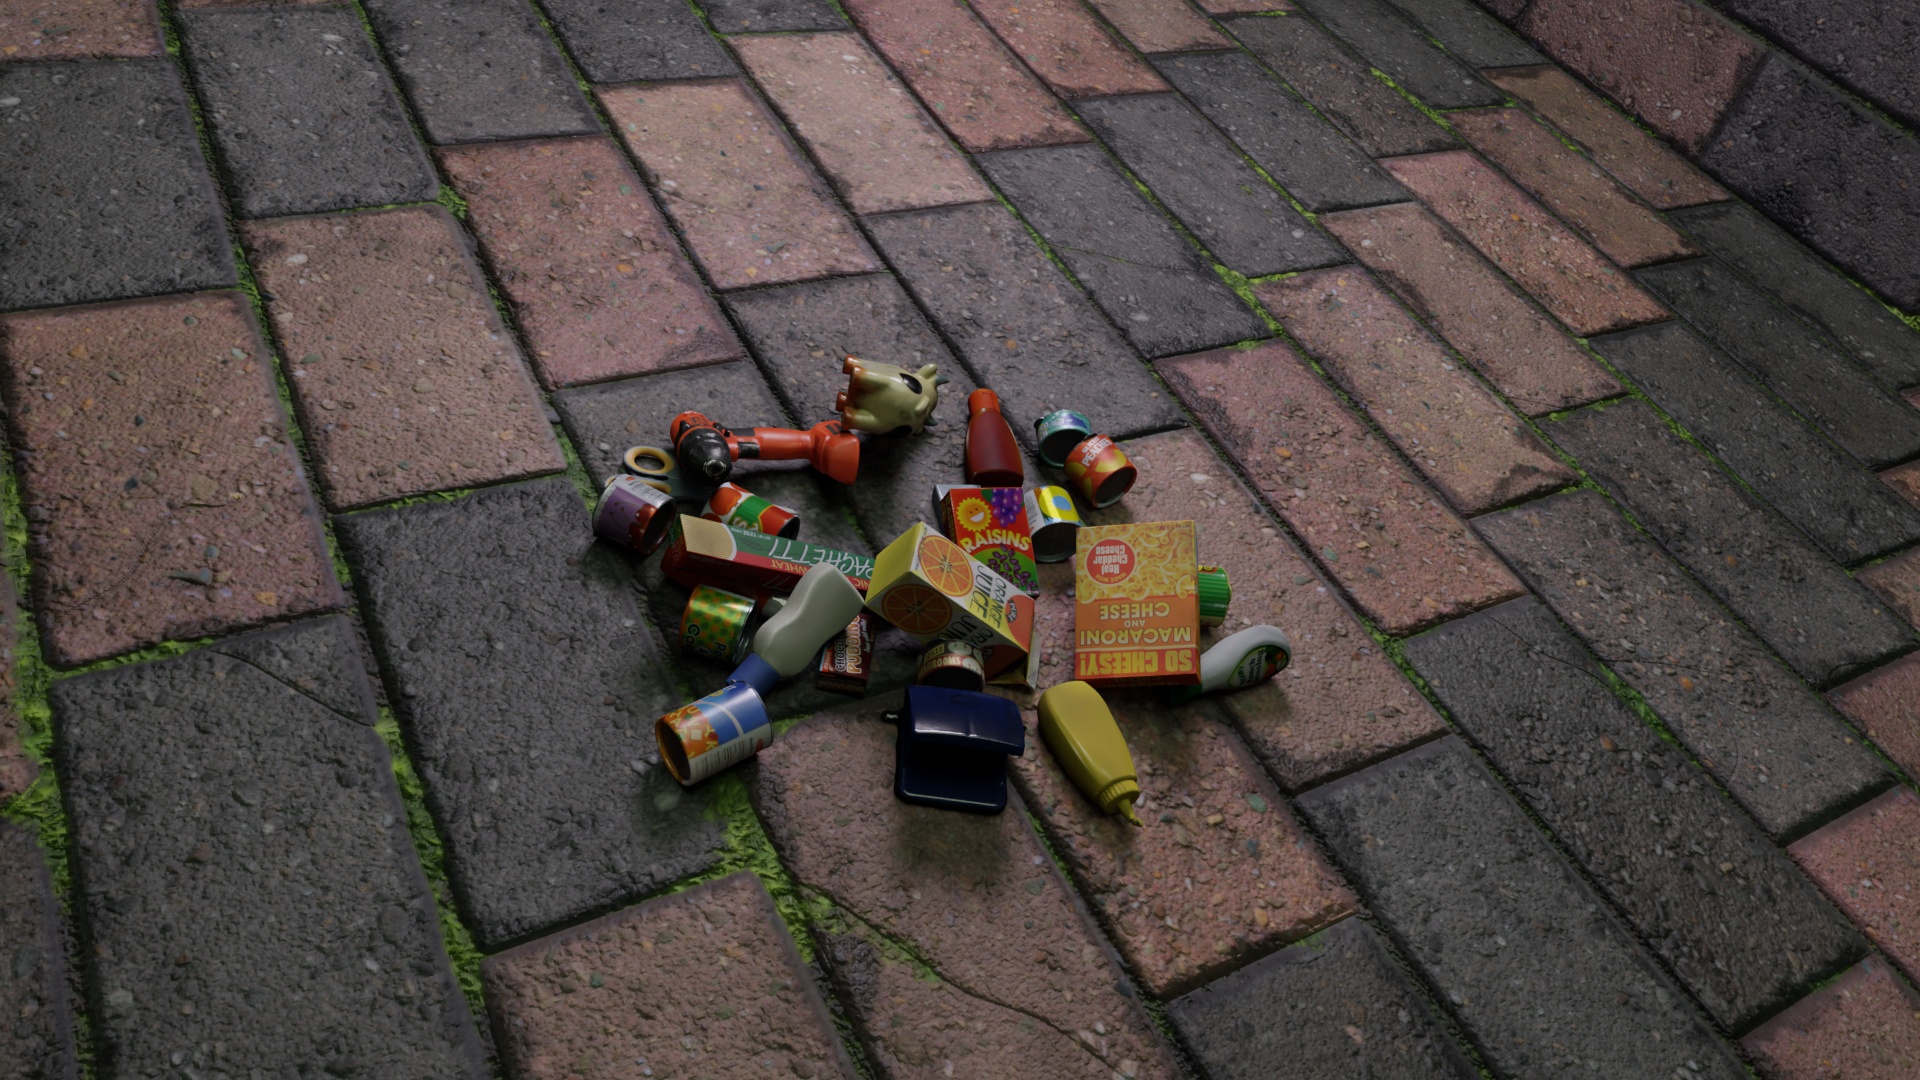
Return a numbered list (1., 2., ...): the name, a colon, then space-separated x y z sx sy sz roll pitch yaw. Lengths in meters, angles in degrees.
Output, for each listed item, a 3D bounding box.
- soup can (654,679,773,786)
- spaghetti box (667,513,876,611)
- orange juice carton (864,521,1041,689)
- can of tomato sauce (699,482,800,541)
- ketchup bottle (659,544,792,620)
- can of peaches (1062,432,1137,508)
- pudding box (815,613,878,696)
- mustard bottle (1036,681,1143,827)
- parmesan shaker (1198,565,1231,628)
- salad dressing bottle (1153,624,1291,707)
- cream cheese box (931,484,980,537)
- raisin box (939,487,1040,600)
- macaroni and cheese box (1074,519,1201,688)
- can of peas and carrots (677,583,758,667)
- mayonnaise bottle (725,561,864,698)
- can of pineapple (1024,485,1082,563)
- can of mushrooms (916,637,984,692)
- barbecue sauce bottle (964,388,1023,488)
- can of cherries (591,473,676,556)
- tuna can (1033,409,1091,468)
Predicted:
1. soup can: -0.221 0.169 1.234 0.084 0.071 0.071 -23 57 -34
2. spaghetti box: -0.165 0.026 1.359 0.250 0.028 0.050 14 40 -35
3. orange juice carton: 0.007 0.072 1.369 0.192 0.072 0.072 36 39 -21
4. can of tomato sauce: -0.217 -0.012 1.415 0.083 0.070 0.071 27 45 11
5. ketchup bottle: -0.219 0.040 1.369 0.149 0.064 0.044 31 18 2
6. can of peaches: 0.161 -0.081 1.598 0.071 0.070 0.058 -18 55 -31
7. pudding box: -0.110 0.109 1.355 0.050 0.030 0.084 12 44 -4
8. mustard bottle: 0.129 0.208 1.318 0.065 0.048 0.161 -10 51 -25
9. parmesan shaker: 0.228 0.056 1.482 0.103 0.071 0.072 6 45 -12
10. salad dressing bottle: 0.269 0.131 1.432 0.148 0.064 0.044 -18 40 -21
11. cream cheese box: 0.005 -0.019 1.521 0.053 0.024 0.104 -1 47 -18
12. raisin box: 0.031 0.007 1.462 0.086 0.040 0.123 -2 71 -18
13. macaroni and cheese box: 0.180 0.066 1.412 0.124 0.040 0.167 -4 65 15
14. can of peas and carrots: -0.231 0.082 1.319 0.059 0.070 0.071 18 44 1
15. mayonnaise bottle: -0.159 0.091 1.313 0.148 0.064 0.041 -48 31 -19
16. can of pineapple: 0.099 -0.017 1.519 0.071 0.070 0.058 -1 47 -18
17. can of mushrooms: -0.011 0.127 1.340 0.071 0.070 0.034 7 46 -11
18. barbecue sauce bottle: 0.034 -0.116 1.613 0.065 0.043 0.149 5 45 -13
19. can of cherries: -0.328 -0.023 1.396 0.058 0.071 0.072 26 45 8
20. tuna can: 0.120 -0.119 1.625 0.071 0.070 0.033 7 45 -11
